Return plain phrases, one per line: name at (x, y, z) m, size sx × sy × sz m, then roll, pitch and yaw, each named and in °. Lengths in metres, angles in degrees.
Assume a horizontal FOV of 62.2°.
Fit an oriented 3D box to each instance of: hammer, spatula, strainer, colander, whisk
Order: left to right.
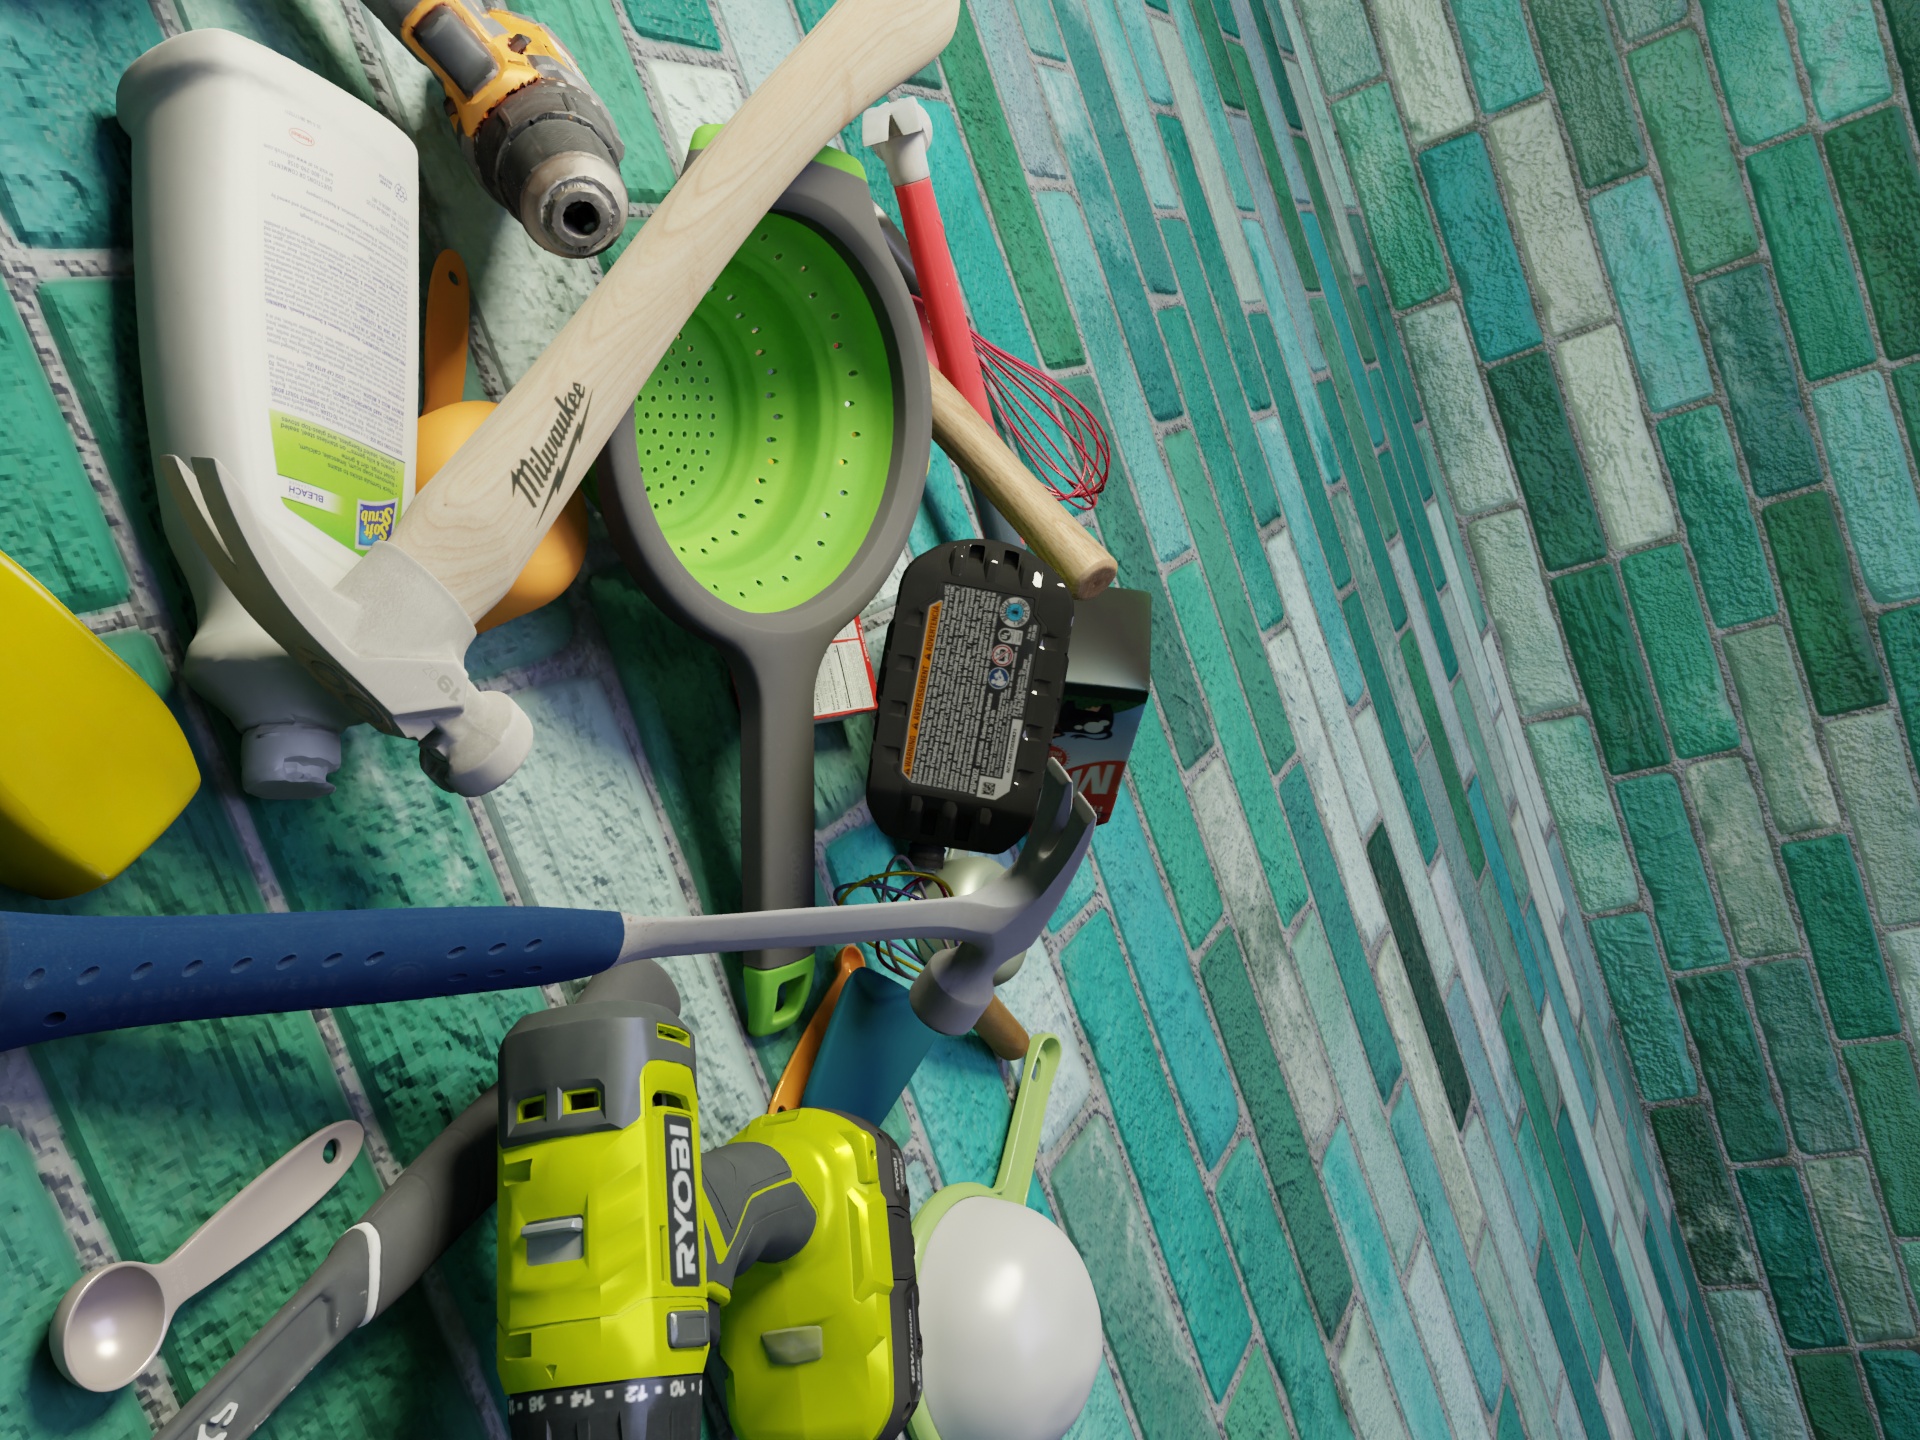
hammer at (-0.195, 0.188, 0.487) m, size 0.409 × 0.036 × 0.149 m, roll -47°, pitch 131°, yaw -60°
hammer at (-0.114, 0.073, 0.565) m, size 0.405 × 0.144 × 0.035 m, roll 3°, pitch 40°, yaw -42°
hammer at (-0.109, -0.176, 0.584) m, size 0.411 × 0.038 × 0.146 m, roll -61°, pitch 140°, yaw -27°
colander at (-0.110, -0.055, 0.722) m, size 0.204 × 0.094 × 0.397 m, roll -13°, pitch 107°, yaw -53°
spatula at (-0.055, 0.270, 0.696) m, size 0.082 × 0.044 × 0.318 m, roll 44°, pitch 41°, yaw -49°
hammer at (-0.035, -0.186, 0.818) m, size 0.331 × 0.031 × 0.130 m, roll 50°, pitch 22°, yaw 19°
whisk at (-0.001, 0.129, 0.811) m, size 0.051 × 0.047 × 0.244 m, roll 42°, pitch -9°, yaw 33°
whisk at (0.009, -0.245, 1.058) m, size 0.295 × 0.073 × 0.073 m, roll 44°, pitch 40°, yaw -32°
hammer at (0.010, -0.169, 0.951) m, size 0.143 × 0.038 × 0.386 m, roll -92°, pitch 167°, yaw -68°
strainer at (0.044, 0.272, 0.839) m, size 0.151 × 0.069 × 0.257 m, roll 53°, pitch 36°, yaw -32°

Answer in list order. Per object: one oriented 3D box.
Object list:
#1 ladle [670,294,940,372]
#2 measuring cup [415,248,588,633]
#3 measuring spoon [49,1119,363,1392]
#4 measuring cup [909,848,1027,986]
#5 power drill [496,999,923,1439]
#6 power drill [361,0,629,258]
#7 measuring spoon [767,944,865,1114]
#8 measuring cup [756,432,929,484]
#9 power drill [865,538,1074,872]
ladle at (-0.091, -0.208, 0.892) m, size 0.315 × 0.031 × 0.069 m, roll -23°, pitch 100°, yaw -59°
measuring cup at (-0.193, -0.122, 0.643) m, size 0.095 × 0.052 × 0.174 m, roll 22°, pitch 60°, yaw -55°
measuring spoon at (-0.228, 0.157, 0.487) m, size 0.124 × 0.018 × 0.034 m, roll -42°, pitch 125°, yaw -66°
measuring cup at (0.014, 0.076, 0.917) m, size 0.083 × 0.038 × 0.168 m, roll 43°, pitch 43°, yaw -43°
power drill at (-0.087, 0.214, 0.570) m, size 0.228 × 0.080 × 0.191 m, roll 47°, pitch 33°, yaw -64°
power drill at (-0.214, -0.278, 0.597) m, size 0.226 × 0.084 × 0.186 m, roll 45°, pitch 10°, yaw -43°
measuring spoon at (-0.072, 0.154, 0.764) m, size 0.021 × 0.011 × 0.117 m, roll 56°, pitch 37°, yaw -28°
measuring cup at (-0.075, -0.145, 0.899) m, size 0.156 × 0.029 × 0.062 m, roll -27°, pitch 100°, yaw -49°
power drill at (-0.001, -0.003, 0.792) m, size 0.223 × 0.080 × 0.171 m, roll 159°, pitch -59°, yaw -88°
